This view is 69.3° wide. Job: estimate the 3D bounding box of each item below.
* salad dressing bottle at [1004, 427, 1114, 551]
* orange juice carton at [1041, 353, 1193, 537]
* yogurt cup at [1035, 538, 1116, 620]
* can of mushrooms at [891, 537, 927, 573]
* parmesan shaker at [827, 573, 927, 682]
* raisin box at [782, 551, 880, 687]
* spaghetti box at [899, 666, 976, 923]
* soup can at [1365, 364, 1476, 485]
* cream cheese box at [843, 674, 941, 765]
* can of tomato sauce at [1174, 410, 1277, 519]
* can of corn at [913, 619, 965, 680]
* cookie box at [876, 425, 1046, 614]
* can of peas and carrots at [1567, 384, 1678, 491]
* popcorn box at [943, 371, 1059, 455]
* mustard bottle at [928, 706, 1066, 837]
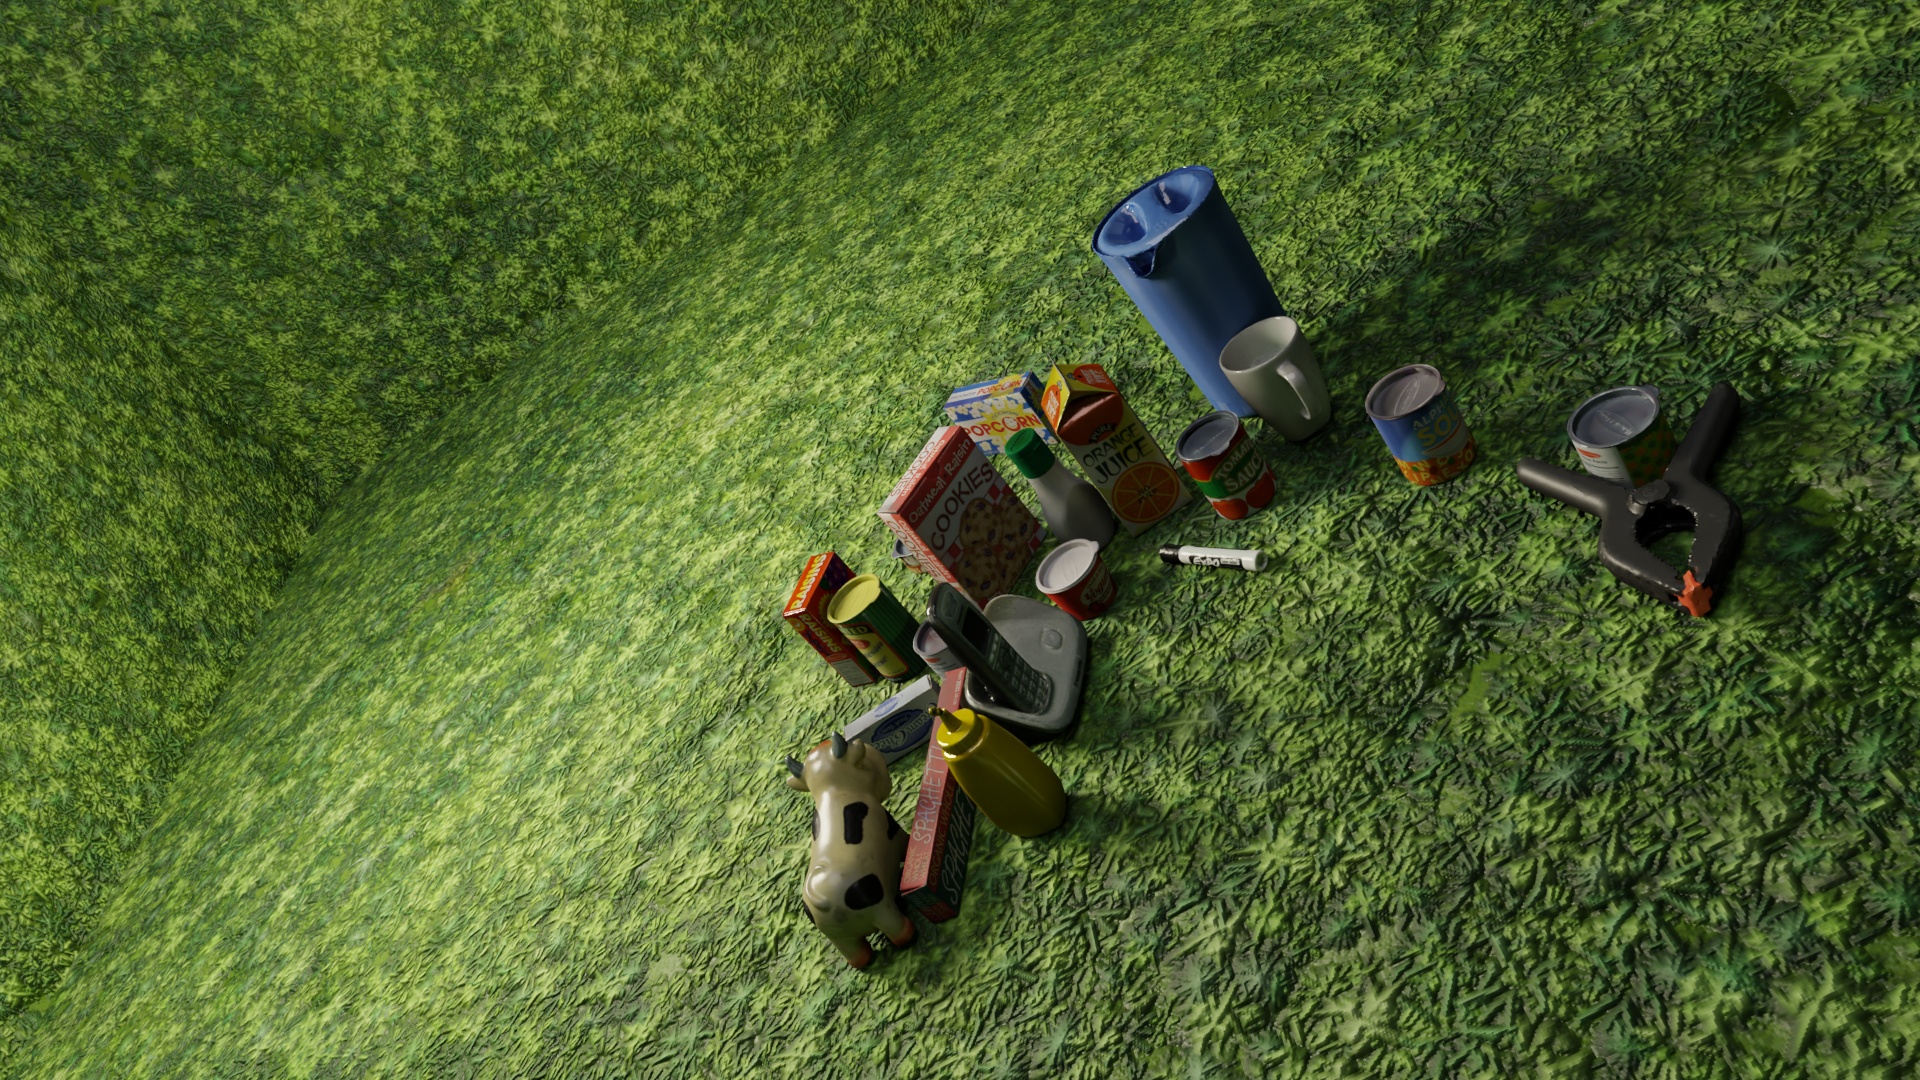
[{"bbox_3d":[0.099,-0.050,1.388,0.044,0.147,0.064,5,52,51],"label":"salad dressing bottle"},{"bbox_3d":[0.144,-0.101,1.362,0.073,0.192,0.072,-34,30,10],"label":"orange juice carton"},{"bbox_3d":[0.115,0.040,1.342,0.072,0.053,0.073,-28,32,19],"label":"yogurt cup"},{"bbox_3d":[-0.043,0.005,1.587,0.071,0.033,0.071,-28,32,19],"label":"can of mushrooms"},{"bbox_3d":[-0.079,0.092,1.441,0.071,0.103,0.072,-28,31,19],"label":"parmesan shaker"},{"bbox_3d":[-0.126,0.084,1.483,0.040,0.123,0.086,-15,38,37],"label":"raisin box"},{"bbox_3d":[-0.009,0.221,1.241,0.028,0.050,0.251,-23,34,27],"label":"spaghetti box"},{"bbox_3d":[0.396,-0.098,1.184,0.071,0.083,0.072,-28,31,19],"label":"soup can"},{"bbox_3d":[-0.057,0.178,1.348,0.103,0.053,0.024,-33,30,11],"label":"cream cheese box"},{"bbox_3d":[0.252,-0.070,1.308,0.071,0.083,0.071,-28,31,19],"label":"can of tomato sauce"},{"bbox_3d":[-0.002,0.104,1.382,0.071,0.058,0.071,-28,31,19],"label":"can of corn"},{"bbox_3d":[0.005,-0.018,1.430,0.040,0.167,0.123,0,48,49],"label":"cookie box"},{"bbox_3d":[0.507,-0.076,1.055,0.071,0.058,0.071,-28,31,19],"label":"can of peas and carrots"},{"bbox_3d":[0.053,-0.148,1.634,0.126,0.085,0.038,-7,43,44],"label":"popcorn box"},{"bbox_3d":[0.025,0.182,1.143,0.065,0.160,0.049,-22,34,29],"label":"mustard bottle"}]
